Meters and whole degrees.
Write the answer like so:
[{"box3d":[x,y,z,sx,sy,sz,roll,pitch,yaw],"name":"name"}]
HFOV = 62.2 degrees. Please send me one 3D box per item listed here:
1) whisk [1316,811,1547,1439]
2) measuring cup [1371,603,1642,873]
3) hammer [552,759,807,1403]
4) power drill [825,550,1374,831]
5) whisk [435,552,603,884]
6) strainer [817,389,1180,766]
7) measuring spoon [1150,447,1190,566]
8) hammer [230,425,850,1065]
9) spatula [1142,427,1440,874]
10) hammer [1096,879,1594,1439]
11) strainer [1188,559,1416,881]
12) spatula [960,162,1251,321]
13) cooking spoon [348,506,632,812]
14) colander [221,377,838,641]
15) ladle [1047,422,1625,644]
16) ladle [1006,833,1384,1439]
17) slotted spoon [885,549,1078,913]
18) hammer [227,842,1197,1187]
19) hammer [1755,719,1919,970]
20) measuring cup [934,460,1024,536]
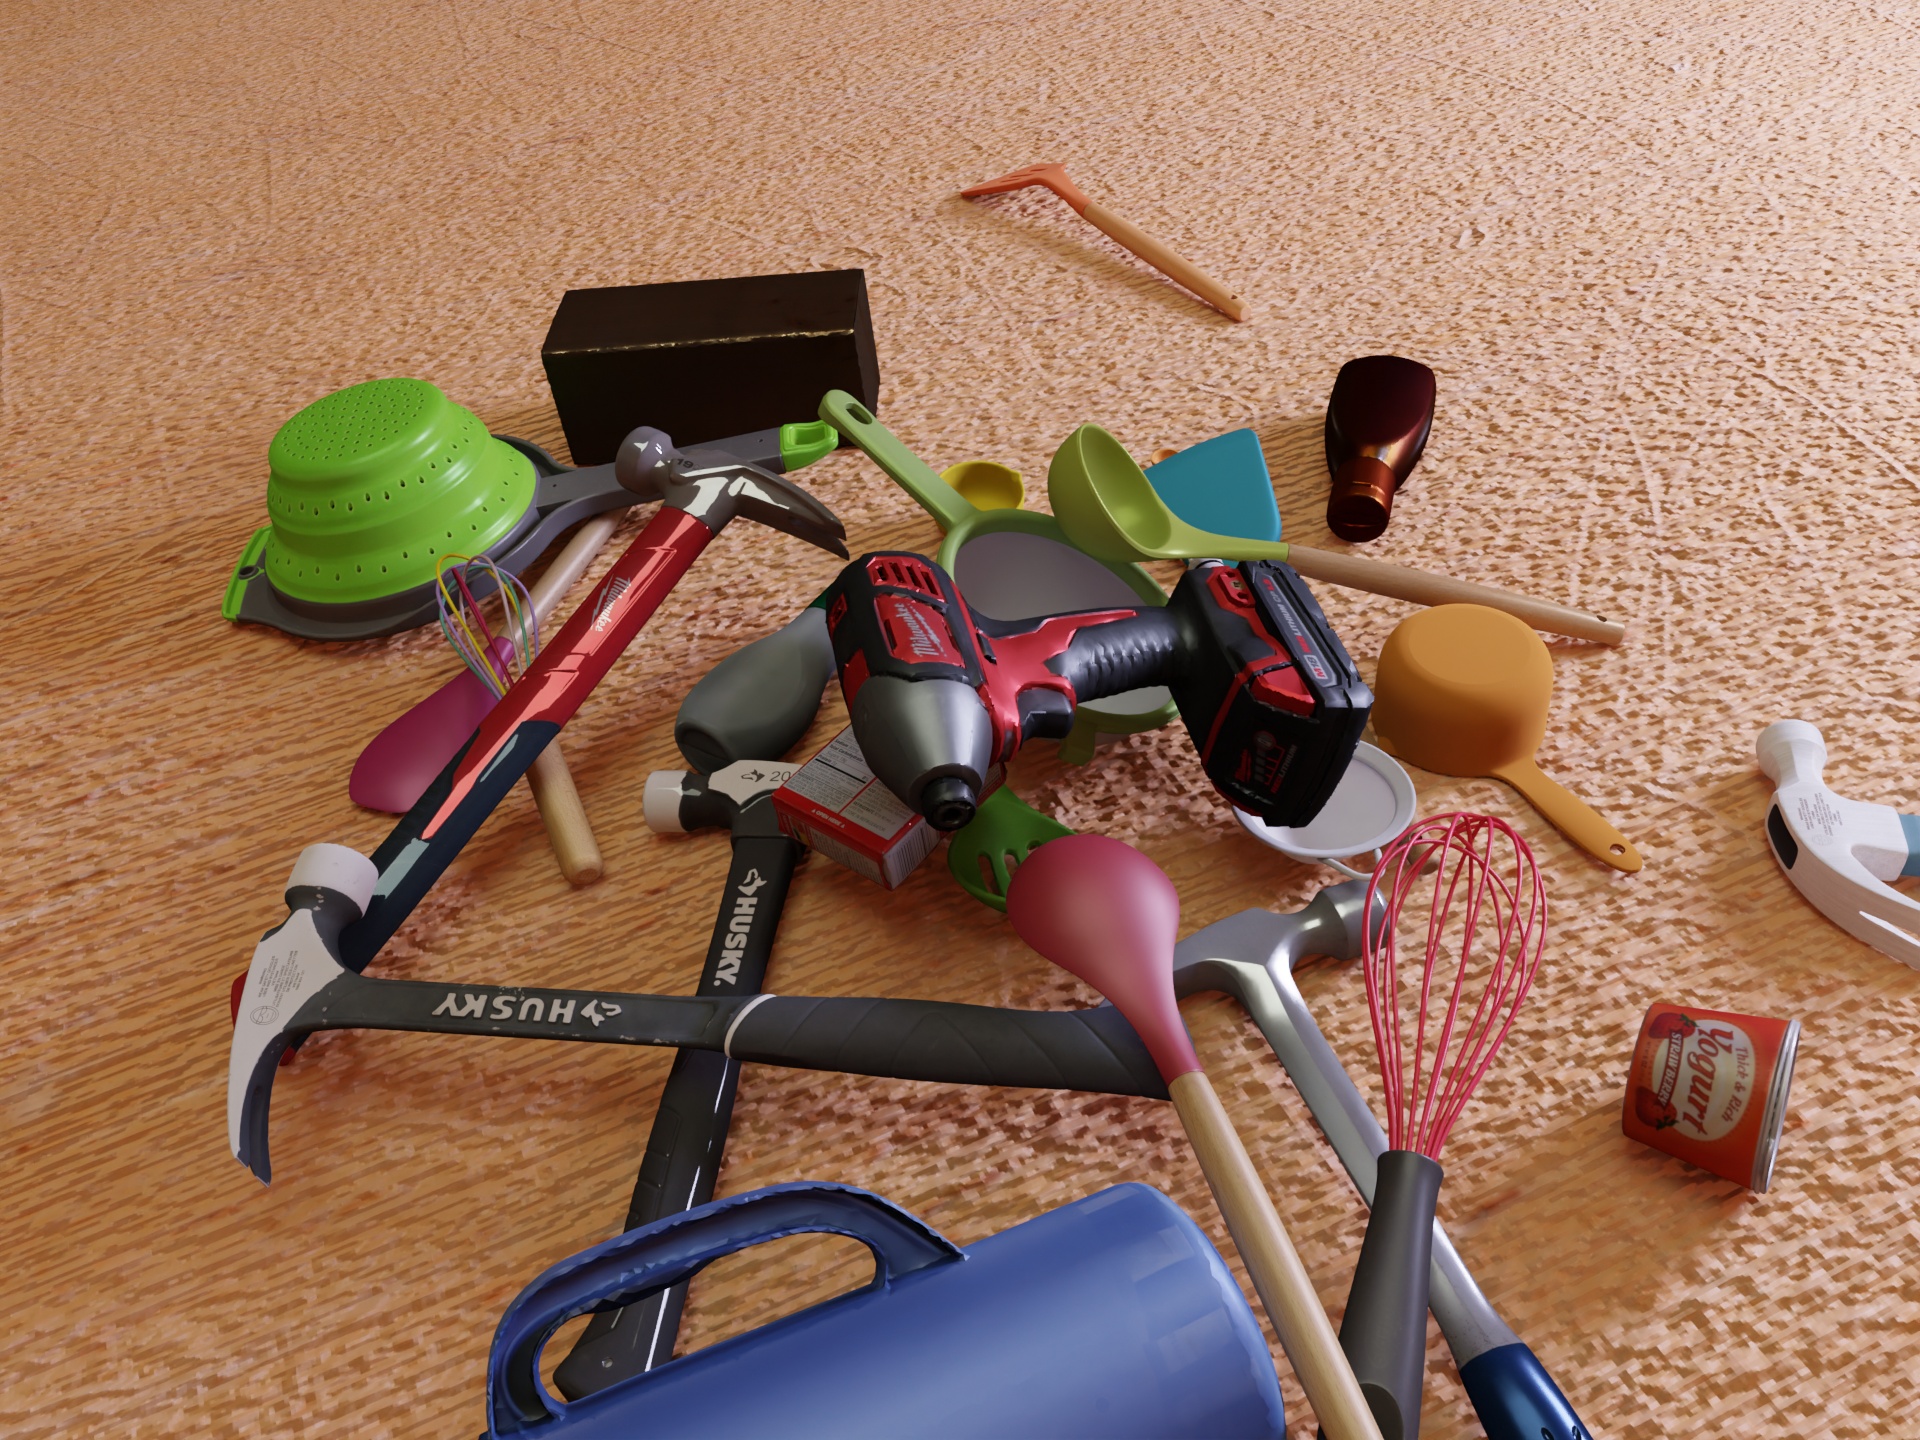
[{"box3d":[0.170,0.148,0.589,0.073,0.073,0.296,10,51,18],"name":"whisk"},{"box3d":[0.273,0.004,0.779,0.095,0.052,0.174,-21,43,-15],"name":"measuring cup"},{"box3d":[-0.103,0.145,0.696,0.146,0.035,0.335,0,43,9],"name":"hammer"},{"box3d":[0.057,-0.010,0.696,0.219,0.078,0.143,0,43,-18],"name":"power drill"},{"box3d":[-0.241,-0.008,0.859,0.051,0.047,0.245,-29,55,-3],"name":"whisk"},{"box3d":[0.007,-0.071,0.841,0.256,0.069,0.151,44,41,14],"name":"strainer"},{"box3d":[0.135,-0.129,0.977,0.021,0.011,0.117,-8,46,0],"name":"measuring spoon"},{"box3d":[-0.210,0.011,0.800,0.143,0.038,0.386,25,63,17],"name":"hammer"},{"box3d":[0.179,-0.042,0.850,0.082,0.044,0.318,-23,45,4],"name":"spatula"},{"box3d":[0.180,0.222,0.572,0.144,0.035,0.406,-16,44,-10],"name":"hammer"},{"box3d":[0.157,-0.006,0.801,0.087,0.050,0.259,-11,47,-5],"name":"strainer"},{"box3d":[0.116,-0.378,1.237,0.081,0.041,0.323,-27,50,-20],"name":"spatula"},{"box3d":[-0.260,-0.061,0.951,0.069,0.017,0.319,11,46,16],"name":"cooking spoon"},{"box3d":[-0.277,-0.164,0.984,0.397,0.094,0.205,-12,40,2],"name":"colander"},{"box3d":[0.200,-0.090,0.837,0.320,0.062,0.078,13,42,-3],"name":"ladle"},{"box3d":[0.090,0.153,0.571,0.069,0.031,0.316,-15,48,-10],"name":"ladle"},{"box3d":[-0.001,-0.003,0.846,0.070,0.031,0.314,-8,40,-13],"name":"slotted spoon"},{"box3d":[-0.107,0.129,0.656,0.409,0.036,0.149,2,53,8],"name":"hammer"},{"box3d":[0.534,0.064,0.694,0.331,0.033,0.128,5,43,13],"name":"hammer"},{"box3d":[0.037,-0.097,0.951,0.062,0.029,0.157,-27,58,-20],"name":"measuring cup"}]
